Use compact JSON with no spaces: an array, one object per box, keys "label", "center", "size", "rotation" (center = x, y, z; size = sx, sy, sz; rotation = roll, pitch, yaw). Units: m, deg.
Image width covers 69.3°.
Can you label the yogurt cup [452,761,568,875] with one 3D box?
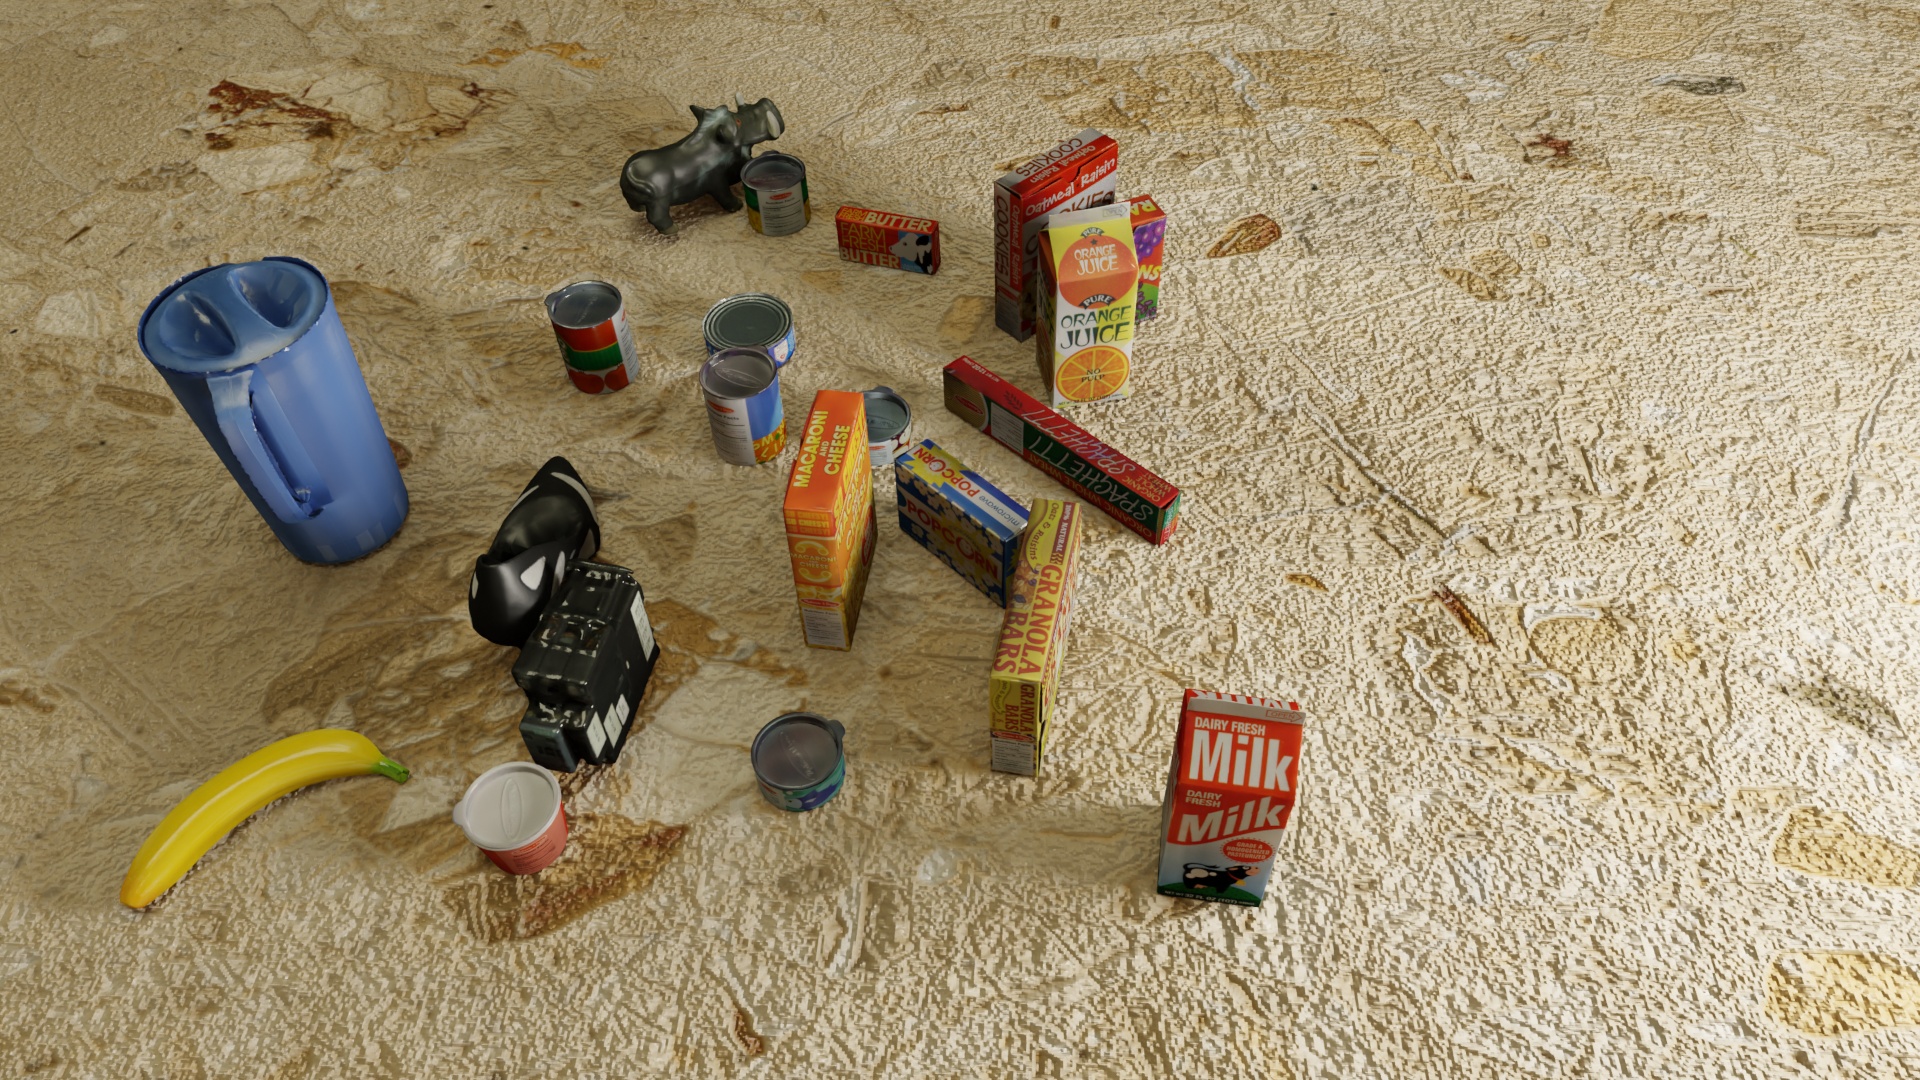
[{"label":"yogurt cup","center":[-0.306,0.196,0.965],"size":[0.072,0.053,0.073],"rotation":[-1,49,1]}]

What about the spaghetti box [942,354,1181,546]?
[{"label":"spaghetti box","center":[0.083,-0.080,1.192],"size":[0.250,0.050,0.029],"rotation":[35,59,28]}]

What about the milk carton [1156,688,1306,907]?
[{"label":"milk carton","center":[0.172,0.158,0.894],"size":[0.072,0.189,0.074],"rotation":[6,50,7]}]

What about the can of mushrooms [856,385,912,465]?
[{"label":"can of mushrooms","center":[-0.075,-0.101,1.226],"size":[0.071,0.033,0.071],"rotation":[-1,49,1]}]

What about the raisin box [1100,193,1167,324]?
[{"label":"raisin box","center":[0.142,-0.252,1.291],"size":[0.086,0.122,0.040],"rotation":[-18,51,-13]}]

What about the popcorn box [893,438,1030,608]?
[{"label":"popcorn box","center":[0.004,-0.014,1.115],"size":[0.038,0.084,0.127],"rotation":[-37,58,-26]}]

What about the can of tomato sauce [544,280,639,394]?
[{"label":"can of tomato sauce","center":[-0.337,-0.185,1.274],"size":[0.071,0.082,0.071],"rotation":[-1,49,1]}]

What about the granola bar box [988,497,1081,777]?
[{"label":"granola bar box","center":[0.056,0.070,1.016],"size":[0.039,0.123,0.166],"rotation":[8,50,9]}]

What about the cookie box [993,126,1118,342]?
[{"label":"cookie box","center":[0.088,-0.282,1.289],"size":[0.123,0.166,0.040],"rotation":[-36,57,-25]}]

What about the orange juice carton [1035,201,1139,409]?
[{"label":"orange juice carton","center":[0.108,-0.210,1.210],"size":[0.072,0.191,0.073],"rotation":[-10,50,-6]}]

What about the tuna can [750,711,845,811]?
[{"label":"tuna can","center":[-0.114,0.159,1.005],"size":[0.071,0.032,0.071],"rotation":[-1,49,1]}]

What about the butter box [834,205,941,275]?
[{"label":"butter box","center":[-0.072,-0.299,1.383],"size":[0.103,0.052,0.024],"rotation":[12,51,12]}]

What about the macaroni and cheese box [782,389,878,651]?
[{"label":"macaroni and cheese box","center":[-0.098,-0.014,1.065],"size":[0.040,0.165,0.124],"rotation":[5,50,6]}]

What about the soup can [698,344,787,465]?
[{"label":"soup can","center":[-0.186,-0.118,1.211],"size":[0.071,0.083,0.072],"rotation":[-1,49,1]}]

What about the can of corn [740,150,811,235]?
[{"label":"can of corn","center":[-0.190,-0.358,1.434],"size":[0.071,0.058,0.071],"rotation":[-1,49,1]}]
